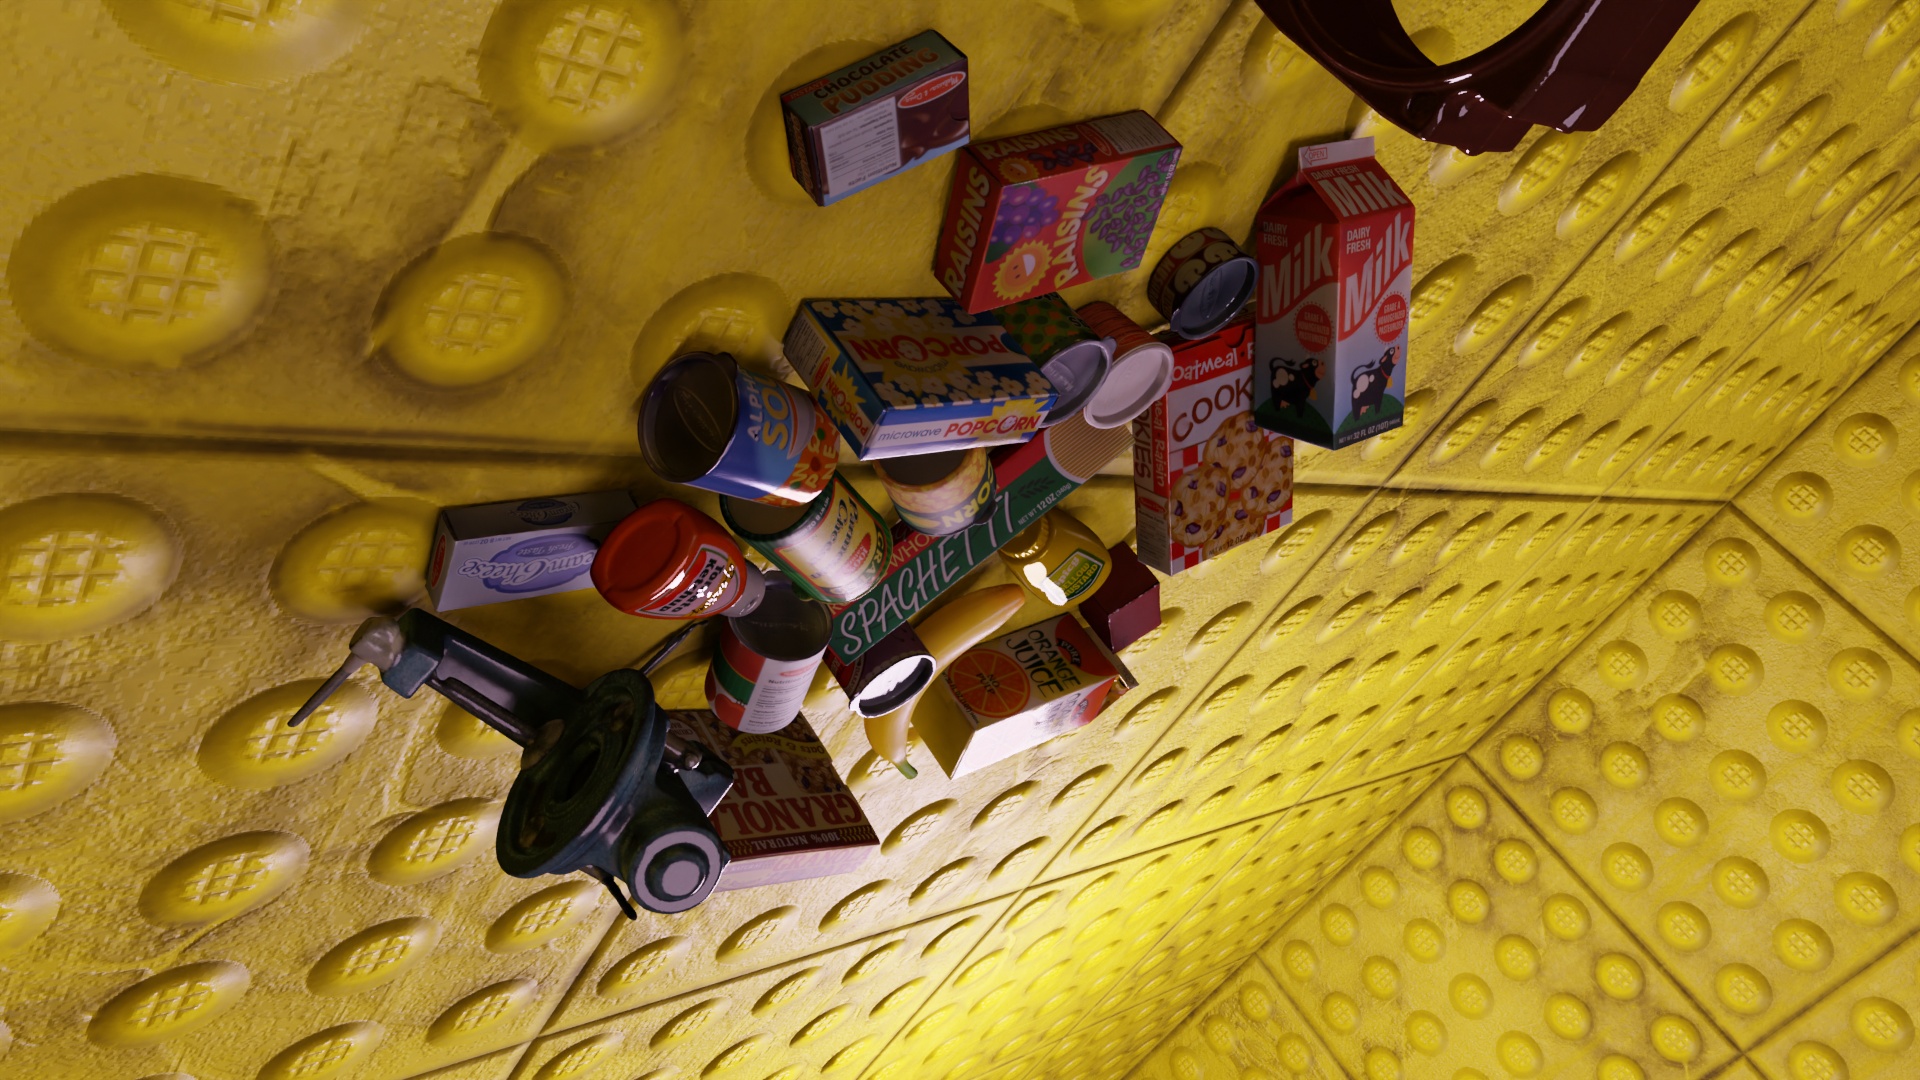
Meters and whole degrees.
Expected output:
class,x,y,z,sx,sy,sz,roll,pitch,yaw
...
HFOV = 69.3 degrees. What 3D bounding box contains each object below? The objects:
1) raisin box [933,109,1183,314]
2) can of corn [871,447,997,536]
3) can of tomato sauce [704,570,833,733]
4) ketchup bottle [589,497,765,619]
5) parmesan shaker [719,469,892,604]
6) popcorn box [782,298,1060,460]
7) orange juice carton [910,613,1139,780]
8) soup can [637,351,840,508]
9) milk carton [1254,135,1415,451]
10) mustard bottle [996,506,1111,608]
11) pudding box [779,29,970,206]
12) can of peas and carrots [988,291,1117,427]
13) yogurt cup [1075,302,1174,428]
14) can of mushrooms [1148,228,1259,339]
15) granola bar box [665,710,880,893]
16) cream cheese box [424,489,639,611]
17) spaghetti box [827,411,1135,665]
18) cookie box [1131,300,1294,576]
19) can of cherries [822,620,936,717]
class,x,y,z,sx,sy,sz,roll,pitch,yaw
raisin box,0.051,-0.178,0.749,0.124,0.040,0.085,-21,148,-30
can of corn,-0.014,-0.044,0.837,0.071,0.071,0.058,-35,150,-5
can of tomato sauce,-0.124,0.072,0.885,0.071,0.071,0.082,-16,148,-35
ketchup bottle,-0.148,0.017,0.772,0.065,0.043,0.148,-45,167,1
parmesan shaker,-0.090,-0.009,0.805,0.071,0.071,0.103,-38,151,1
popcorn box,-0.020,-0.090,0.748,0.127,0.085,0.038,-10,142,-42
orange juice carton,0.059,0.122,1.159,0.193,0.072,0.072,-17,146,-33
soup can,-0.110,-0.057,0.714,0.071,0.071,0.084,-48,150,17
milk carton,0.244,-0.164,0.909,0.072,0.073,0.189,-18,116,-31
mustard bottle,0.059,0.005,1.013,0.065,0.049,0.160,-44,151,8
pudding box,-0.037,-0.193,0.637,0.084,0.030,0.049,-29,149,-16
can of peas and carrots,0.048,-0.112,0.821,0.071,0.059,0.070,-28,150,-18
yogurt cup,0.092,-0.112,0.873,0.072,0.054,0.072,-28,150,-18
can of mushrooms,0.154,-0.164,0.891,0.071,0.033,0.070,-28,151,-18
granola bar box,-0.145,0.174,0.949,0.039,0.124,0.166,-49,150,22
cream cheese box,-0.221,0.004,0.722,0.104,0.024,0.053,-10,142,-41
spaghetti box,0.003,-0.012,0.924,0.250,0.029,0.050,-38,114,-1
cookie box,0.179,-0.073,0.974,0.123,0.040,0.166,-21,120,-29
can of cherries,-0.062,0.082,0.979,0.072,0.058,0.071,-28,151,-17
